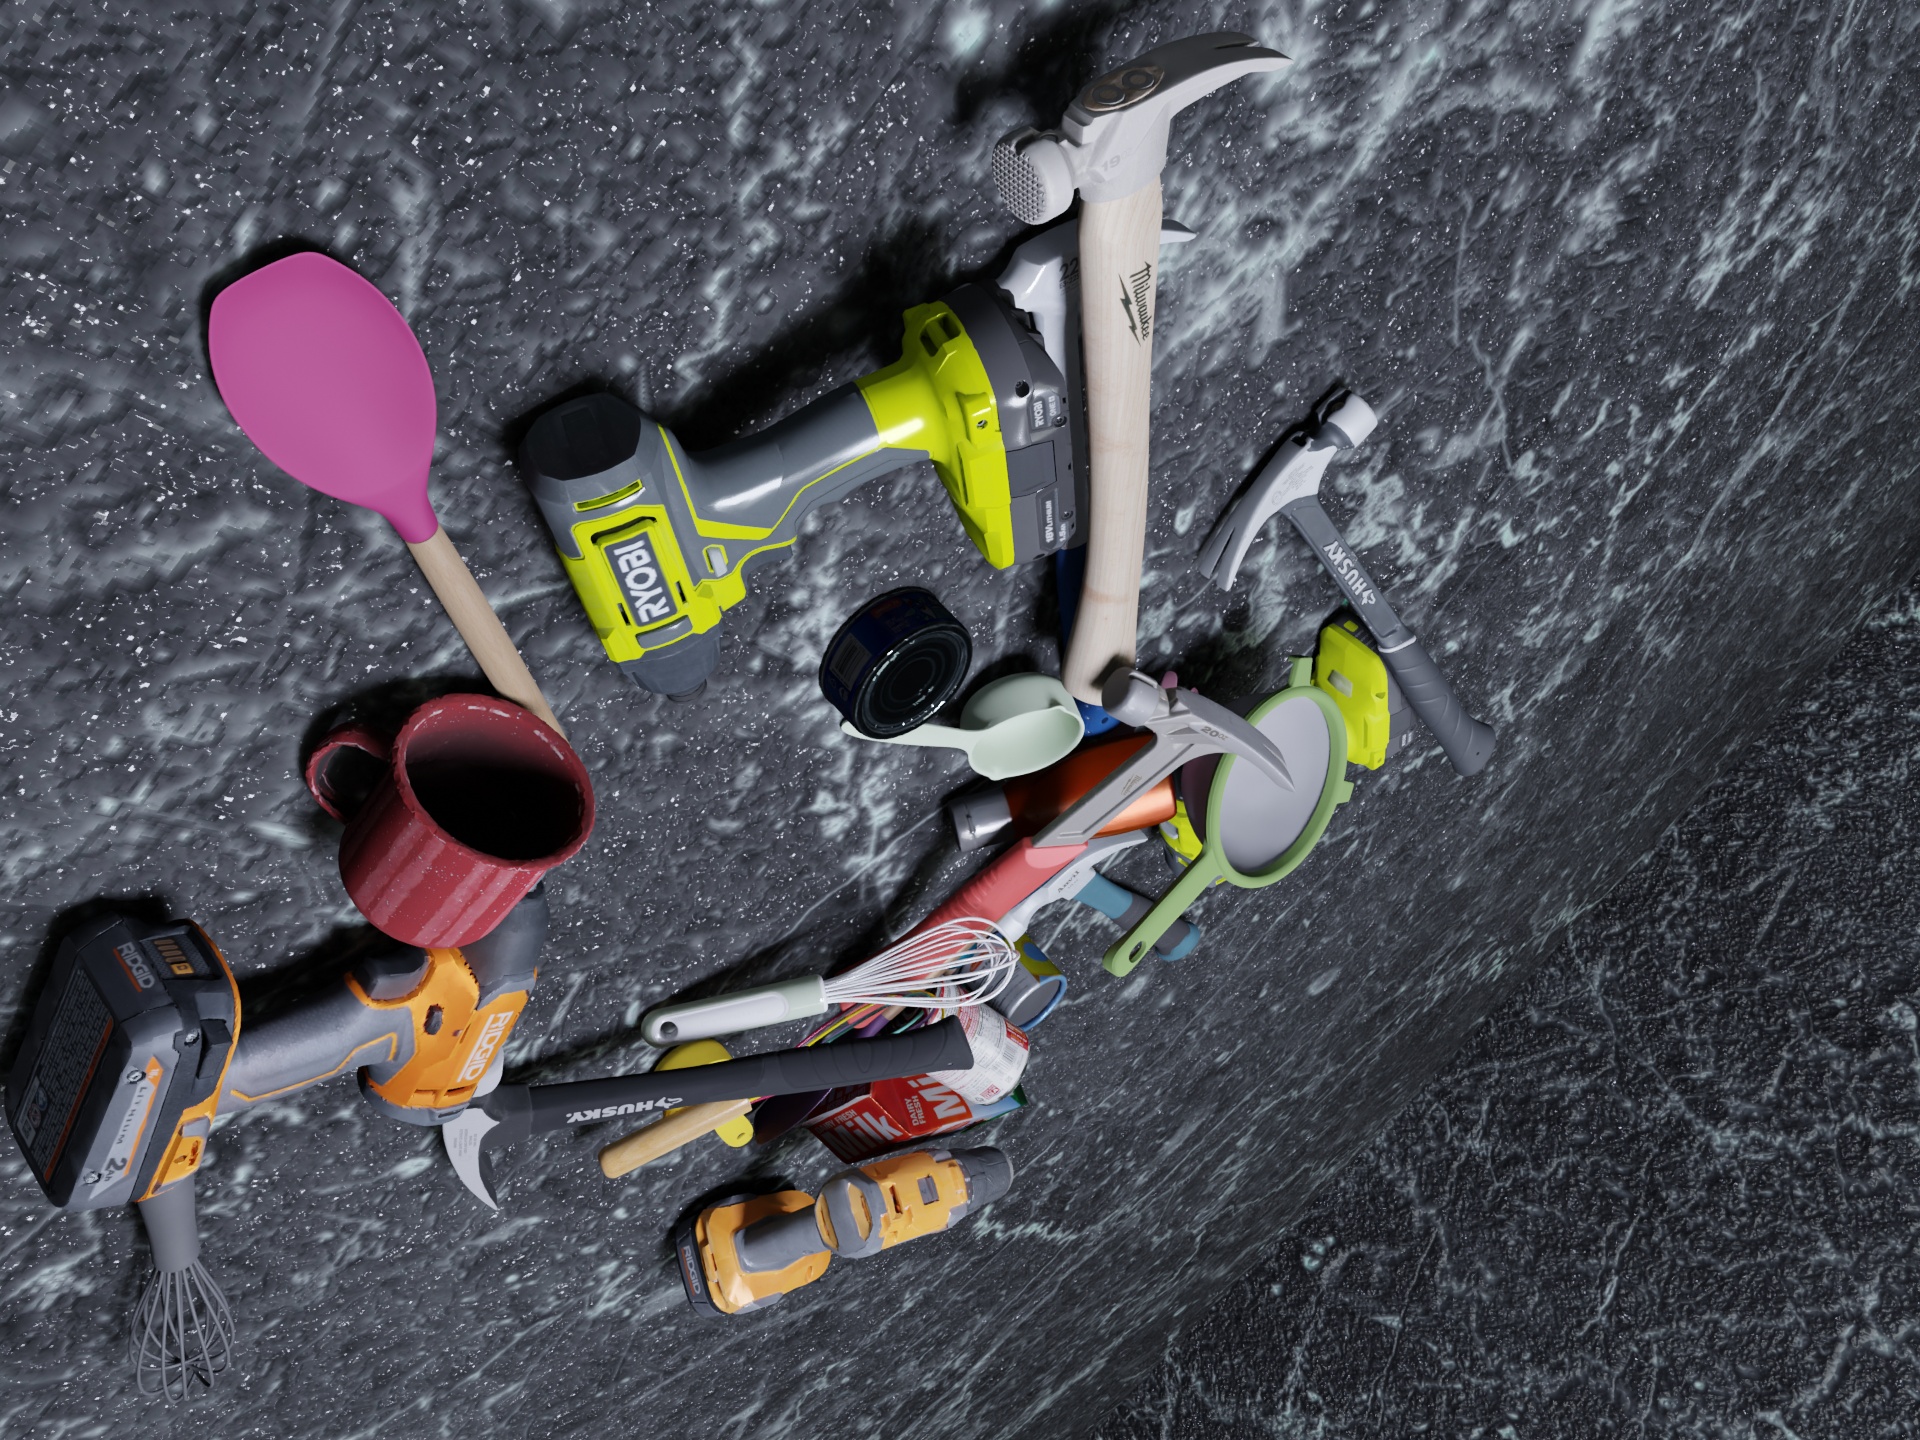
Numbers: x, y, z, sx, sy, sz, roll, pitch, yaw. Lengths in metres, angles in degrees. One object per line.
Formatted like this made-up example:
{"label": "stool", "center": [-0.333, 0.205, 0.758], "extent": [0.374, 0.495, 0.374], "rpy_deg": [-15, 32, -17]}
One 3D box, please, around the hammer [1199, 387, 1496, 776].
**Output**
{"label": "hammer", "center": [0.310, -0.064, 1.167], "extent": [0.149, 0.036, 0.408], "rpy_deg": [-46, 134, 2]}

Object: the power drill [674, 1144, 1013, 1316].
{"label": "power drill", "center": [-0.083, 0.377, 1.209], "extent": [0.226, 0.084, 0.185], "rpy_deg": [-30, 160, 34]}

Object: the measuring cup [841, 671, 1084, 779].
{"label": "measuring cup", "center": [-0.002, -0.003, 0.979], "extent": [0.167, 0.038, 0.083], "rpy_deg": [5, 143, -31]}

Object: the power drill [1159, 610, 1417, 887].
{"label": "power drill", "center": [0.249, 0.012, 1.251], "extent": [0.228, 0.080, 0.190], "rpy_deg": [-32, 139, -16]}

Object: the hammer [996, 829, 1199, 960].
{"label": "hammer", "center": [0.136, 0.158, 1.338], "extent": [0.128, 0.033, 0.330], "rpy_deg": [-46, 150, 5]}

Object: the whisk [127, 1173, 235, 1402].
{"label": "whisk", "center": [-0.408, 0.275, 0.820], "extent": [0.055, 0.055, 0.238], "rpy_deg": [-18, 136, -37]}

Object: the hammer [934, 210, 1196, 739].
{"label": "hammer", "center": [0.072, -0.117, 0.920], "extent": [0.144, 0.035, 0.405], "rpy_deg": [-35, 149, -15]}

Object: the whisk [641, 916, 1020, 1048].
{"label": "whisk", "center": [-0.081, 0.173, 1.018], "extent": [0.246, 0.058, 0.059], "rpy_deg": [-11, -174, -10]}

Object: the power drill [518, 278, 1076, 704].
{"label": "power drill", "center": [-0.066, -0.095, 0.716], "extent": [0.223, 0.080, 0.171], "rpy_deg": [-22, 145, -8]}

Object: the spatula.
{"label": "spatula", "center": [-0.037, 0.194, 1.144], "extent": [0.316, 0.060, 0.018], "rpy_deg": [-44, 112, 6]}

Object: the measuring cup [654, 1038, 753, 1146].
{"label": "measuring cup", "center": [-0.173, 0.262, 1.102], "extent": [0.062, 0.029, 0.156], "rpy_deg": [-36, 151, -13]}

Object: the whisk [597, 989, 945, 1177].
{"label": "whisk", "center": [-0.121, 0.238, 1.046], "extent": [0.245, 0.047, 0.051], "rpy_deg": [-24, 160, -15]}

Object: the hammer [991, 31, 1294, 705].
{"label": "hammer", "center": [0.089, -0.150, 0.831], "extent": [0.146, 0.038, 0.410], "rpy_deg": [-34, 149, -19]}

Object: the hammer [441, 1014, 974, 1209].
{"label": "hammer", "center": [-0.147, 0.226, 0.981], "extent": [0.334, 0.035, 0.146], "rpy_deg": [-4, 136, -23]}

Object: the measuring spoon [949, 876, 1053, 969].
{"label": "measuring spoon", "center": [0.024, 0.143, 1.156], "extent": [0.128, 0.021, 0.042], "rpy_deg": [-39, 119, 20]}

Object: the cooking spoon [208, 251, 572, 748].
{"label": "cooking spoon", "center": [-0.215, -0.063, 0.661], "extent": [0.069, 0.017, 0.318], "rpy_deg": [-32, 147, -13]}

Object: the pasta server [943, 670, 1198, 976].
{"label": "pasta server", "center": [0.064, 0.091, 1.161], "extent": [0.316, 0.060, 0.040], "rpy_deg": [-51, -172, 24]}

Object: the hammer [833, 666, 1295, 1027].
{"label": "hammer", "center": [0.045, 0.104, 1.050], "extent": [0.149, 0.037, 0.359], "rpy_deg": [27, 126, -31]}

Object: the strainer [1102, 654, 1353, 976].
{"label": "strainer", "center": [0.171, 0.074, 1.123], "extent": [0.256, 0.069, 0.151], "rpy_deg": [-45, 132, -18]}

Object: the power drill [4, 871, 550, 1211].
{"label": "power drill", "center": [-0.297, 0.131, 0.743], "extent": [0.226, 0.084, 0.164], "rpy_deg": [-1, 129, -55]}
